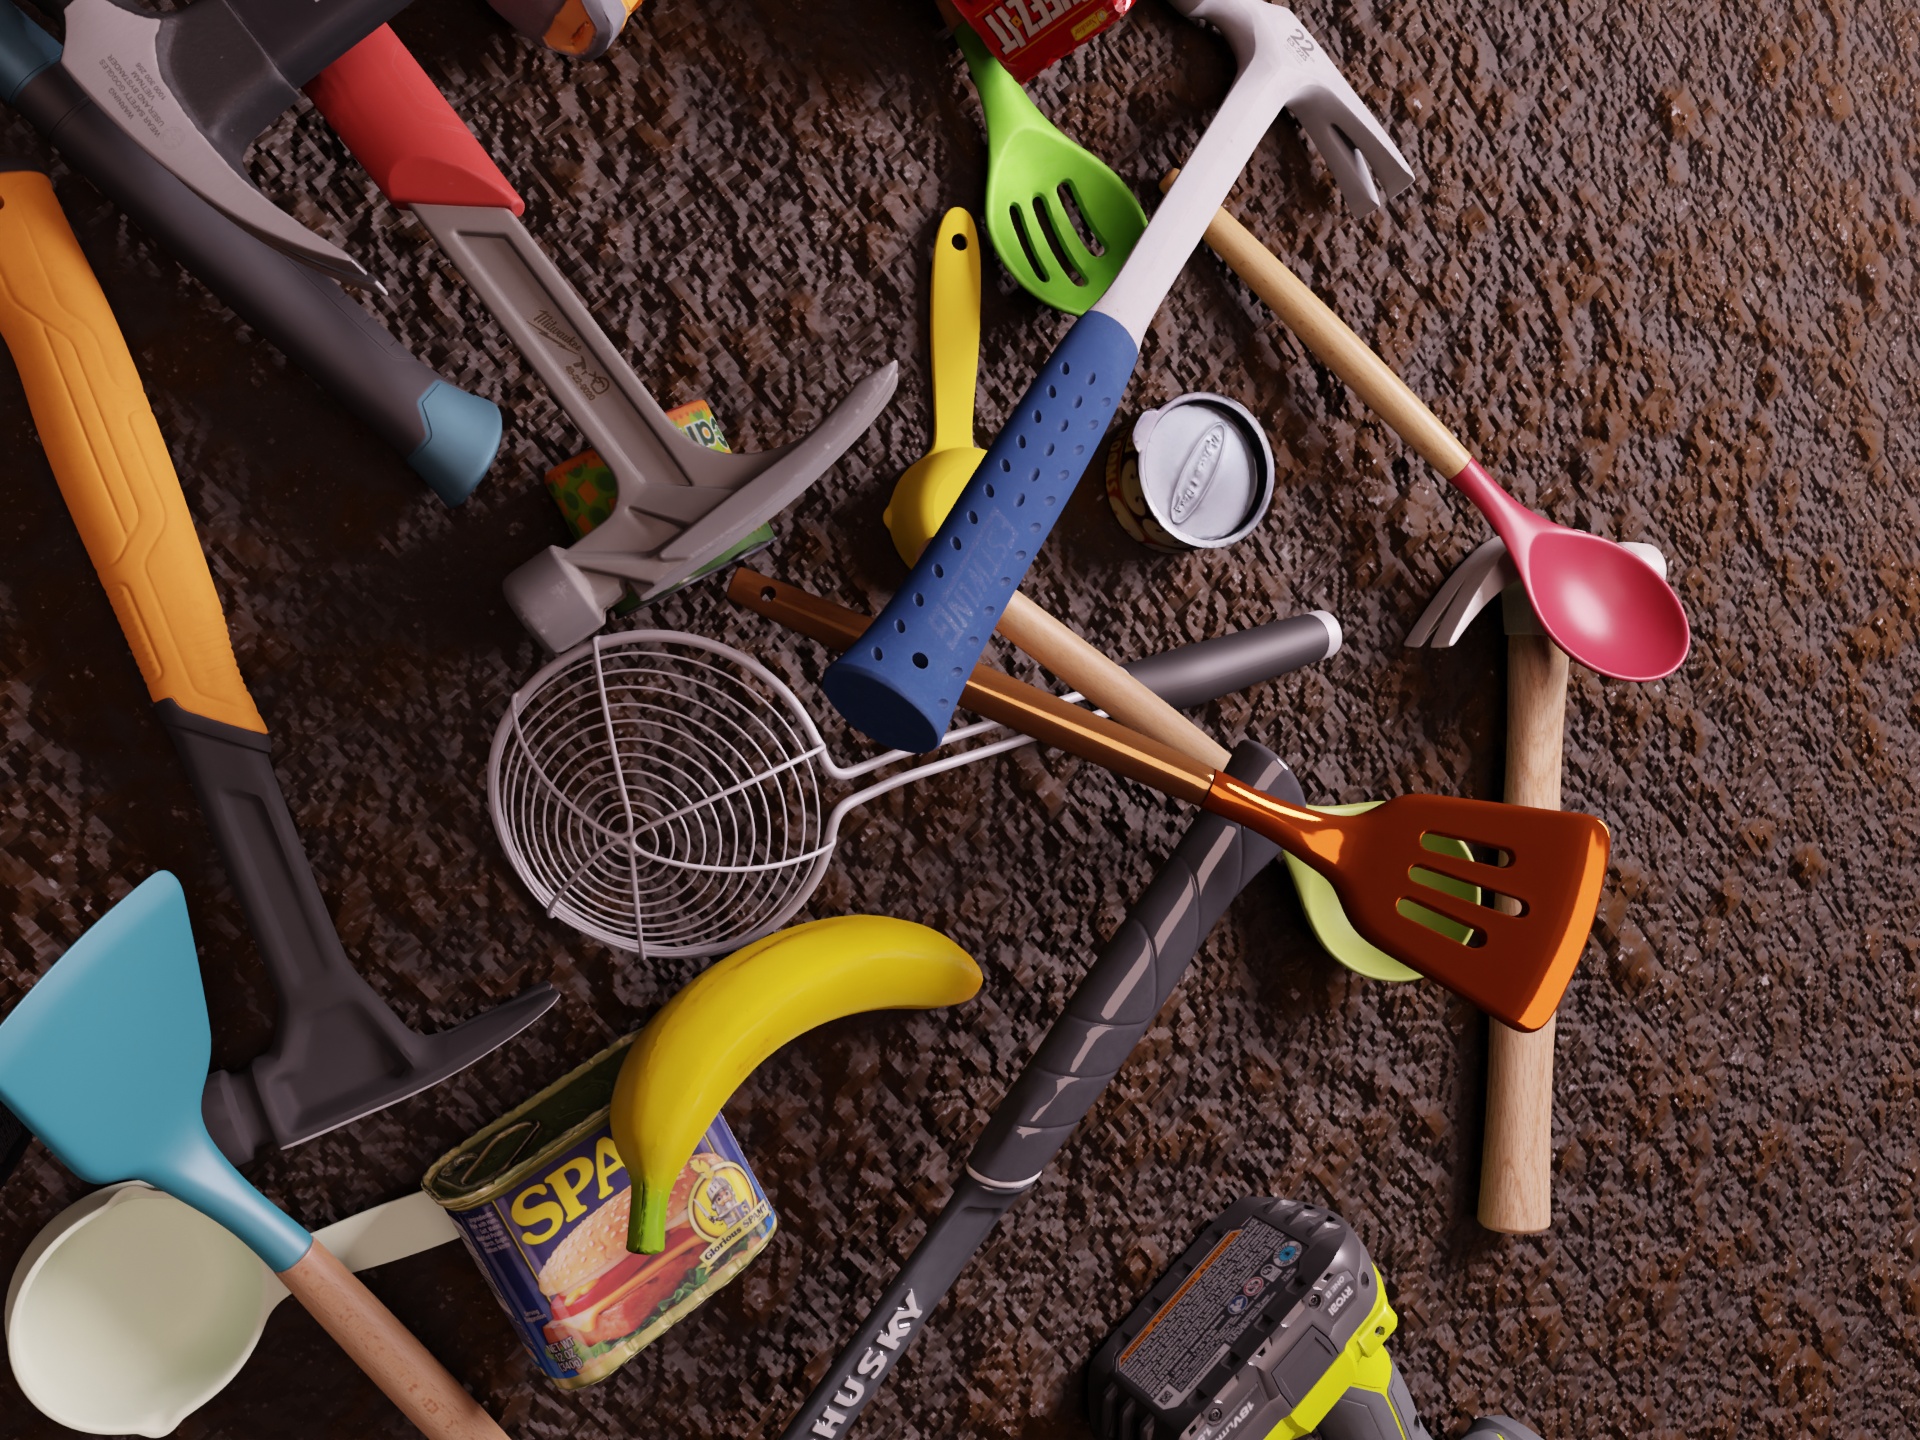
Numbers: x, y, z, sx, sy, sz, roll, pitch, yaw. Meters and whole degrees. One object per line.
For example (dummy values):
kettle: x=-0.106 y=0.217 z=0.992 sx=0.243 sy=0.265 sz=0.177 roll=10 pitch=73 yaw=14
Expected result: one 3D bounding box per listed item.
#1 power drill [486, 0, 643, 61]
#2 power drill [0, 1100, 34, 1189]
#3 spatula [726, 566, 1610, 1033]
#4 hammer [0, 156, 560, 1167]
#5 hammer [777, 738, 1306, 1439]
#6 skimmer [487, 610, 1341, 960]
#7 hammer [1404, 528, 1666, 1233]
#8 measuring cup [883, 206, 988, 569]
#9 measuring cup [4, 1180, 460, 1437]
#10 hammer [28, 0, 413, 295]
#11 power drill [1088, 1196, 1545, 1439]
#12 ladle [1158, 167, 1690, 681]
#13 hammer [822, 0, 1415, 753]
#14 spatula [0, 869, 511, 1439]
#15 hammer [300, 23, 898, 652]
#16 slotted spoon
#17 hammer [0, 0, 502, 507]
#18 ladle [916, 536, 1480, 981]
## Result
power drill: x=-0.167 y=-0.372 z=0.552 sx=0.226 sy=0.084 sz=0.185 roll=37 pitch=71 yaw=-22
power drill: x=-0.404 y=0.144 z=0.456 sx=0.226 sy=0.084 sz=0.164 roll=-21 pitch=100 yaw=-17
spatula: x=0.067 y=0.013 z=0.564 sx=0.322 sy=0.041 sz=0.081 roll=23 pitch=82 yaw=-2
hammer: x=-0.254 y=-0.024 z=0.539 sx=0.127 sy=0.034 sz=0.337 roll=-22 pitch=98 yaw=-20
hammer: x=0.000 y=0.180 z=0.591 sx=0.149 sy=0.036 sz=0.409 roll=38 pitch=85 yaw=-33
skimmer: x=-0.001 y=-0.002 z=0.643 sx=0.363 sy=0.090 sz=0.127 roll=-17 pitch=110 yaw=-32
hammer: x=0.267 y=0.074 z=0.751 sx=0.130 sy=0.031 sz=0.331 roll=4 pitch=89 yaw=-22
measuring cup: x=0.002 y=-0.132 z=0.644 sx=0.062 sy=0.029 sz=0.156 roll=0 pitch=92 yaw=-22
measuring cup: x=-0.237 y=0.184 z=0.552 sx=0.167 sy=0.038 sz=0.083 roll=-9 pitch=95 yaw=-39
hammer: x=-0.118 y=-0.274 z=0.493 sx=0.335 sy=0.035 sz=0.146 roll=-37 pitch=91 yaw=-3
power drill: x=0.158 y=0.340 z=0.684 sx=0.190 sy=0.080 sz=0.228 roll=-42 pitch=107 yaw=-17
ladle: x=0.204 y=-0.130 z=0.707 sx=0.315 sy=0.031 sz=0.069 roll=43 pitch=64 yaw=-6
hammer: x=0.065 y=-0.148 z=0.601 sx=0.144 sy=0.035 sz=0.406 roll=40 pitch=57 yaw=-16
spatula: x=-0.199 y=0.194 z=0.528 sx=0.317 sy=0.044 sz=0.082 roll=60 pitch=28 yaw=-25
hammer: x=-0.181 y=-0.205 z=0.524 sx=0.149 sy=0.037 sz=0.359 roll=-37 pitch=91 yaw=-3
slotted spoon: x=-0.006 y=-0.307 z=0.645 sx=0.070 sy=0.031 sz=0.313 roll=-28 pitch=98 yaw=-20
hammer: x=-0.281 y=-0.195 z=0.511 sx=0.330 sy=0.033 sz=0.128 roll=43 pitch=41 yaw=-22
ladle: x=0.103 y=0.017 z=0.633 sx=0.319 sy=0.062 sz=0.078 roll=34 pitch=84 yaw=-34
